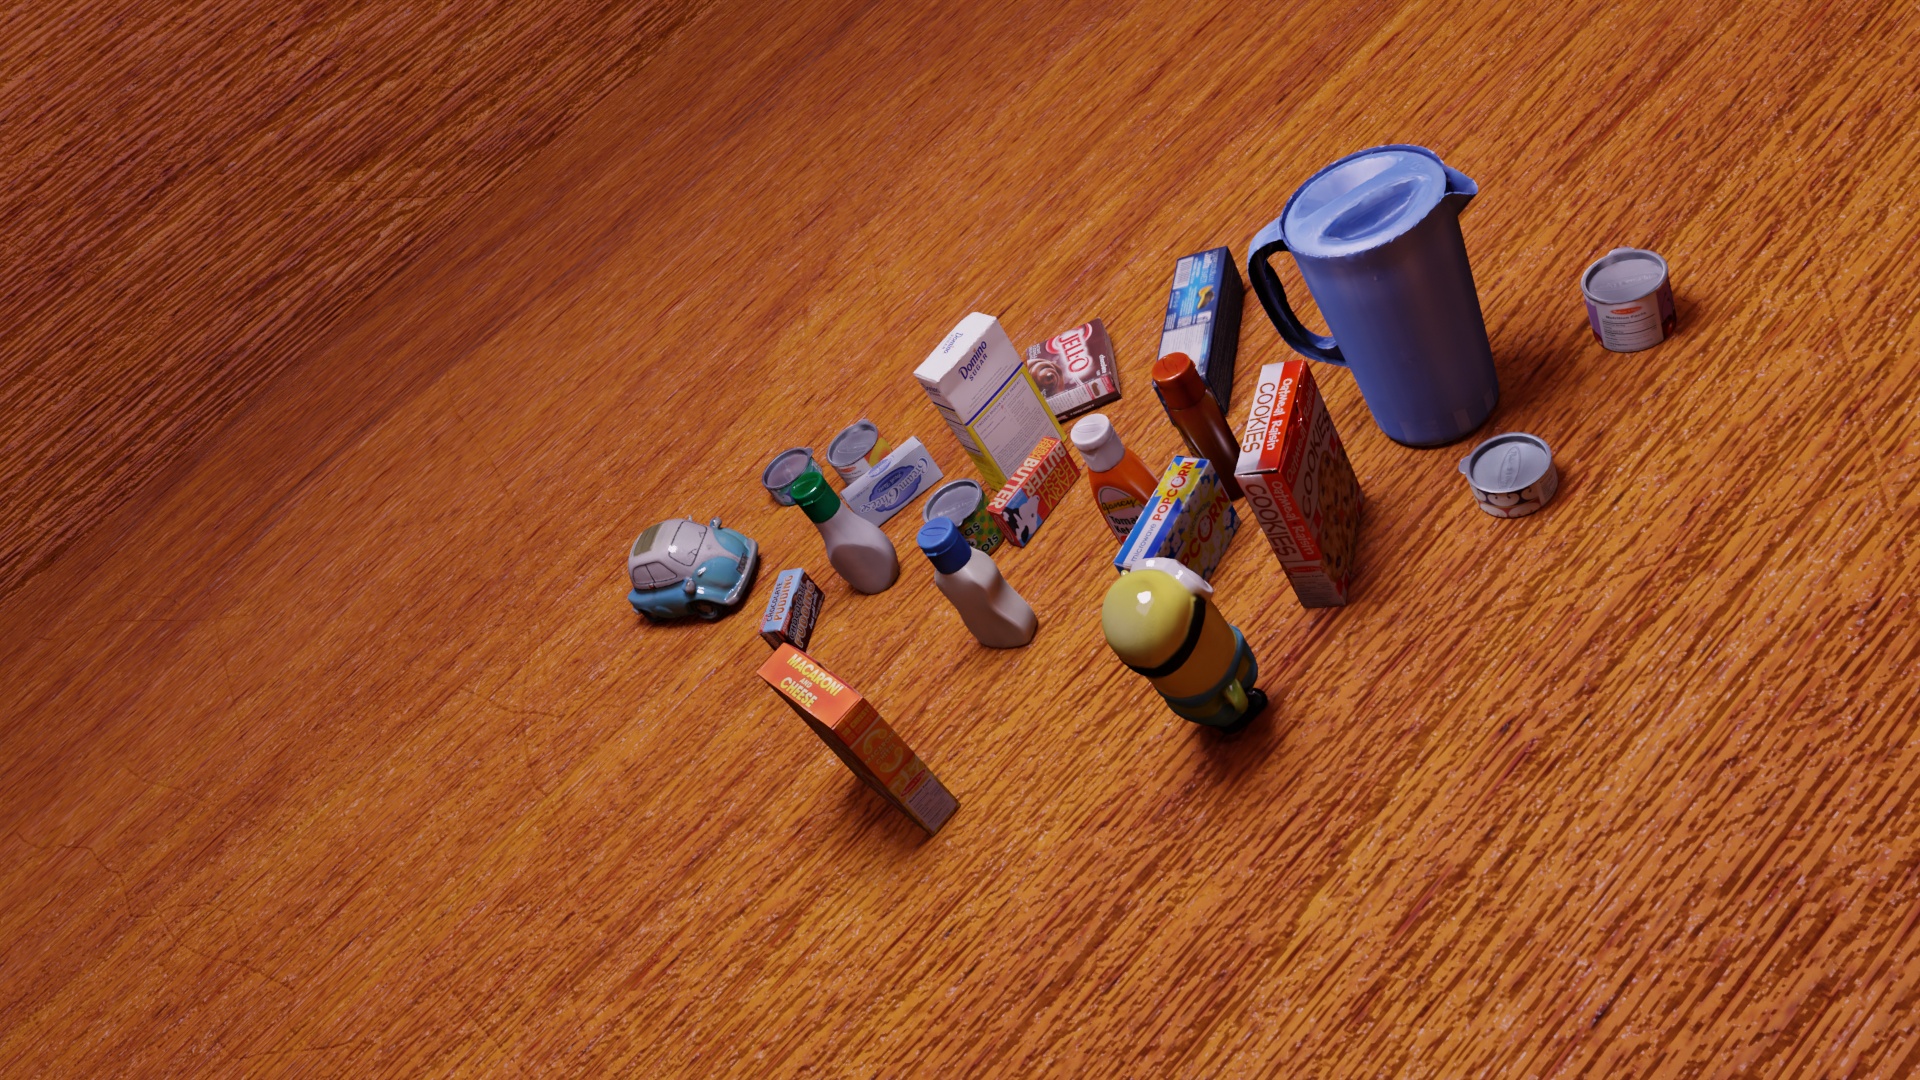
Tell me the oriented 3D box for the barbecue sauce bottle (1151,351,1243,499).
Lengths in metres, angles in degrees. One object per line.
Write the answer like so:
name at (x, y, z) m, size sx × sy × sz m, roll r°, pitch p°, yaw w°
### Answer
barbecue sauce bottle at (0.216, -0.105, 1.247) m, size 0.043 × 0.148 × 0.065 m, roll -30°, pitch 38°, yaw 8°

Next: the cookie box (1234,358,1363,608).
cookie box at (0.278, -0.045, 1.123) m, size 0.040 × 0.167 × 0.123 m, roll -6°, pitch 47°, yaw 33°

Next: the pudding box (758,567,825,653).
pudding box at (-0.174, 0.075, 1.430) m, size 0.030 × 0.049 × 0.084 m, roll -11°, pitch 44°, yaw 29°

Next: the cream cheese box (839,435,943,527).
cream cheese box at (-0.073, -0.060, 1.494) m, size 0.104 × 0.053 × 0.024 m, roll -39°, pitch 38°, yaw -4°

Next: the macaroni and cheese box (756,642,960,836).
macaroni and cheese box at (-0.085, 0.167, 1.172) m, size 0.040 × 0.166 × 0.124 m, roll -47°, pitch 39°, yaw -14°

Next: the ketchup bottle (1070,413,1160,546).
ketchup bottle at (0.145, -0.051, 1.243) m, size 0.064 × 0.148 × 0.044 m, roll -3°, pitch 49°, yaw 35°

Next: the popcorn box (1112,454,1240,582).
popcorn box at (0.190, 0.001, 1.208) m, size 0.038 × 0.085 × 0.127 m, roll 8°, pitch 55°, yaw 42°

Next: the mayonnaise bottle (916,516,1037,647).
mayonnaise bottle at (0.012, 0.039, 1.249) m, size 0.064 × 0.147 × 0.041 m, roll -3°, pitch 49°, yaw 35°

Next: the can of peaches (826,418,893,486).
can of peaches at (-0.106, -0.090, 1.546) m, size 0.071 × 0.058 × 0.071 m, roll -21°, pitch 40°, yaw 19°

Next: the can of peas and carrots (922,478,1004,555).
can of peas and carrots at (0.005, -0.017, 1.386) m, size 0.071 × 0.058 × 0.071 m, roll -21°, pitch 40°, yaw 19°

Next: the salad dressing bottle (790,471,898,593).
salad dressing bottle at (-0.116, -0.008, 1.394) m, size 0.064 × 0.147 × 0.044 m, roll -19°, pitch 41°, yaw 21°

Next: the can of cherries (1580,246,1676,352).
can of cherries at (0.562, -0.203, 1.166) m, size 0.071 × 0.058 × 0.072 m, roll -21°, pitch 40°, yaw 19°

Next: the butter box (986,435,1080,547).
butter box at (0.073, -0.049, 1.373) m, size 0.024 × 0.053 × 0.104 m, roll 17°, pitch 61°, yaw 46°

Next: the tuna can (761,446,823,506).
tuna can at (-0.193, -0.076, 1.616) m, size 0.071 × 0.032 × 0.071 m, roll -20°, pitch 40°, yaw 19°

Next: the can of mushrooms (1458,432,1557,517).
can of mushrooms at (0.441, -0.053, 1.118) m, size 0.071 × 0.033 × 0.071 m, roll -20°, pitch 40°, yaw 19°
